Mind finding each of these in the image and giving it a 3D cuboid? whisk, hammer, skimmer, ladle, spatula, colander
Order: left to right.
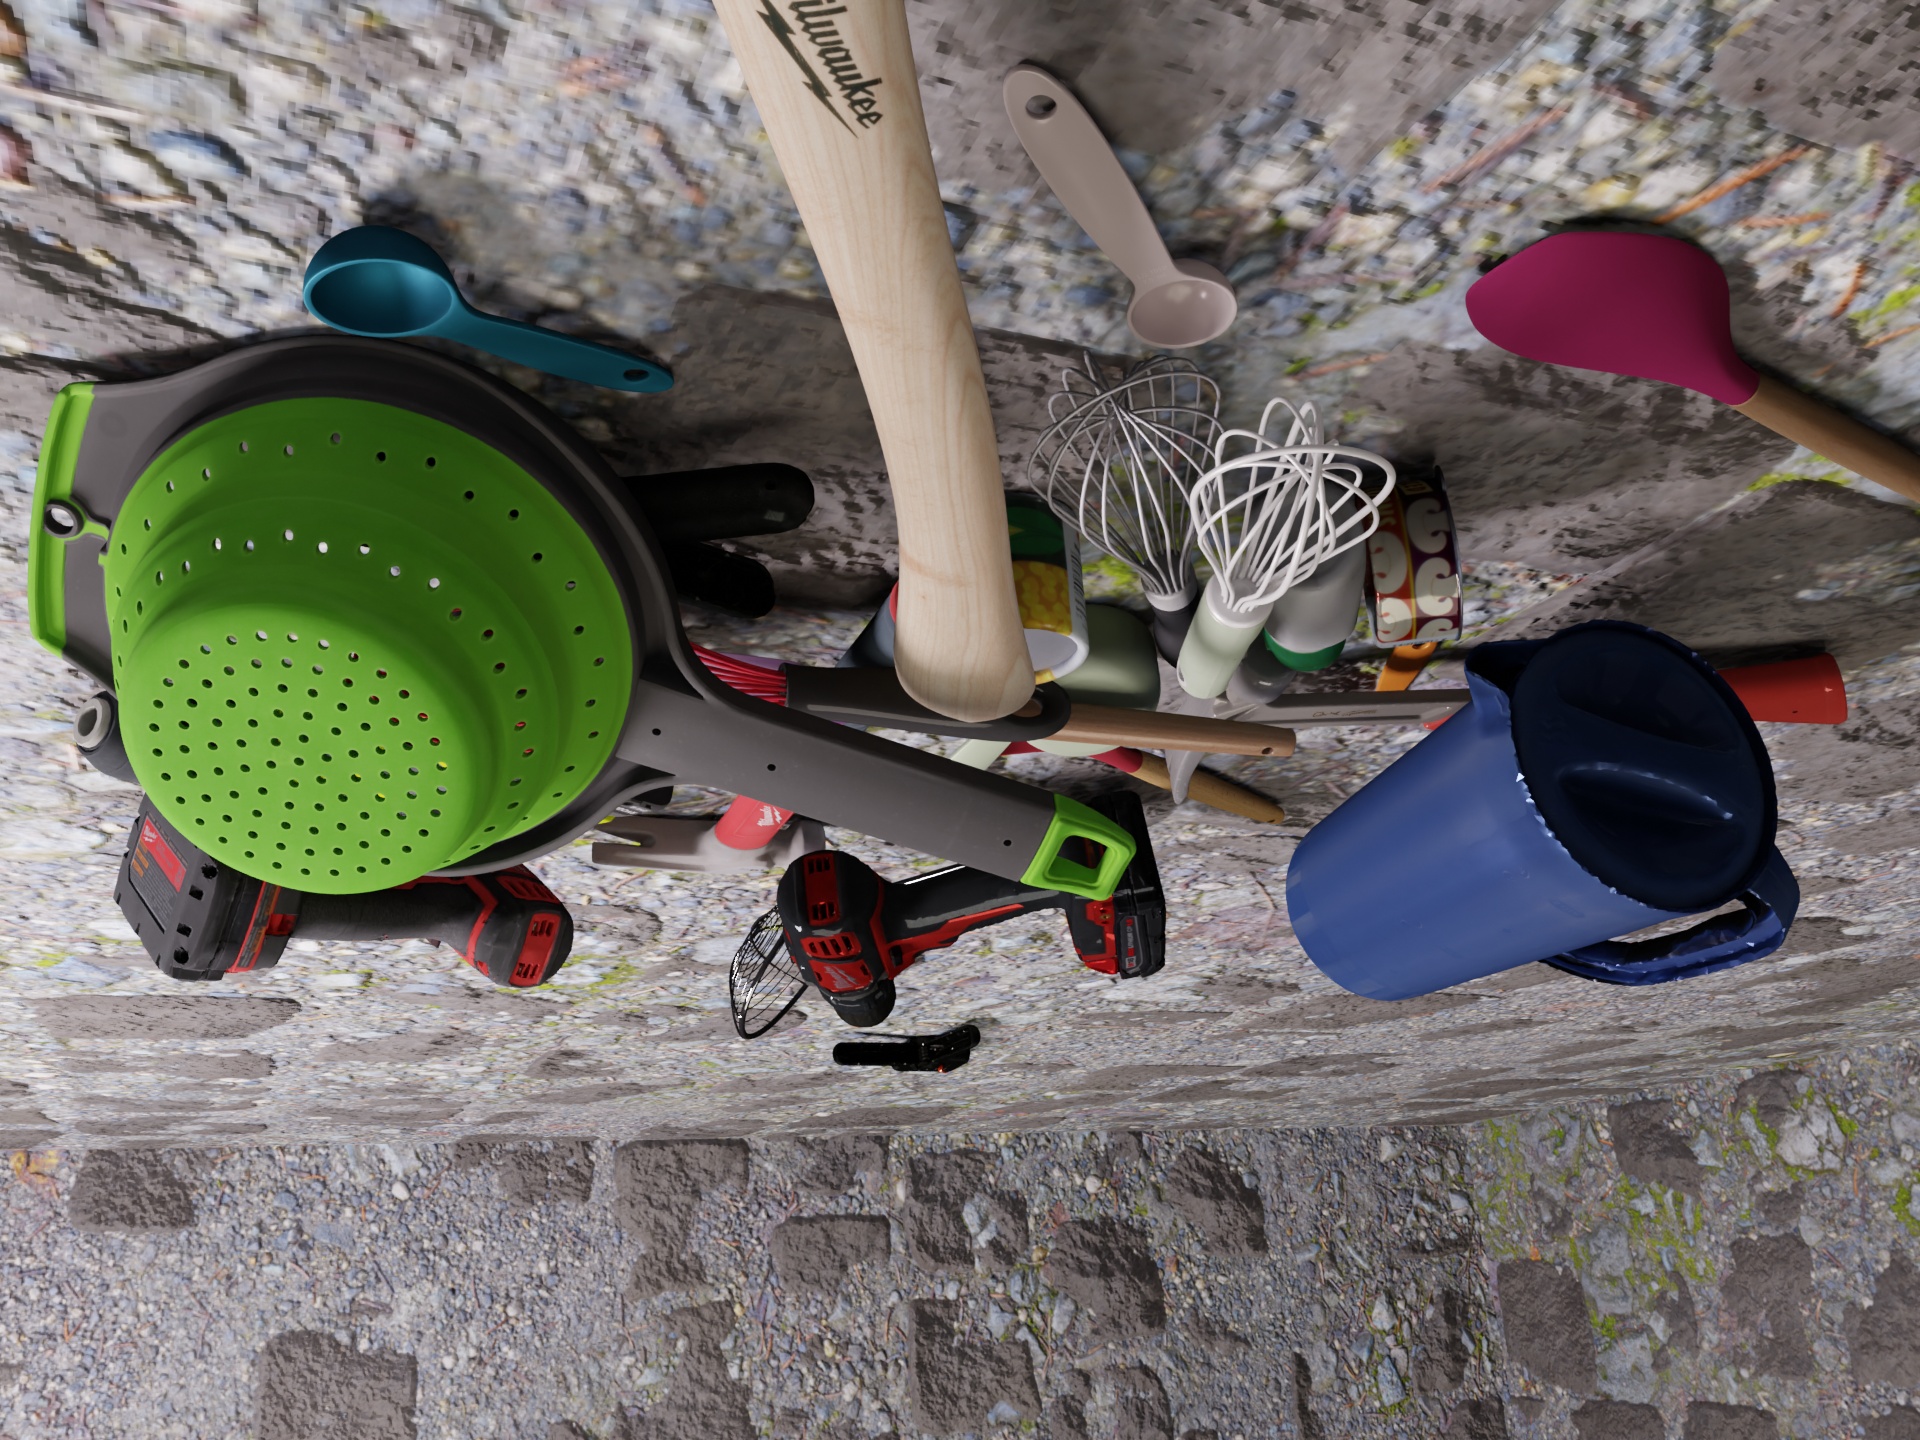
[{"bbox_3d":[-0.123,0.013,0.532,0.397,0.095,0.204,18,120,-11],"label":"colander"},{"bbox_3d":[-0.091,-0.012,0.644,0.295,0.073,0.073,3,158,-20],"label":"whisk"},{"bbox_3d":[-0.095,0.015,0.834,0.143,0.038,0.386,6,158,-20],"label":"hammer"},{"bbox_3d":[-0.021,0.137,1.098,0.363,0.090,0.127,-21,-174,32],"label":"skimmer"},{"bbox_3d":[-0.007,-0.112,0.433,0.146,0.038,0.410,-7,151,5],"label":"hammer"},{"bbox_3d":[-0.001,-0.002,0.711,0.316,0.018,0.059,5,141,-10],"label":"spatula"},{"bbox_3d":[0.078,-0.066,0.632,0.070,0.070,0.284,-8,163,11],"label":"whisk"},{"bbox_3d":[0.115,0.029,0.926,0.069,0.031,0.315,-21,156,32],"label":"ladle"},{"bbox_3d":[0.100,-0.047,0.557,0.059,0.058,0.246,-1,167,1],"label":"whisk"},{"bbox_3d":[0.291,-0.005,0.832,0.359,0.037,0.149,-2,155,-10],"label":"hammer"}]

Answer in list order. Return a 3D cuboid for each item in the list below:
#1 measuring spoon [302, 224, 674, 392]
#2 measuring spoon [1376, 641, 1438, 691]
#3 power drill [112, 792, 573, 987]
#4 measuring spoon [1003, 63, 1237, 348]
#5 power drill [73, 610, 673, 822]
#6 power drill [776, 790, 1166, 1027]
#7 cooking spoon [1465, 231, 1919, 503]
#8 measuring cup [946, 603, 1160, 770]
[{"bbox_3d":[-0.140,-0.126,0.490,0.042,0.021,0.128,-21,163,36],"label":"measuring spoon"},{"bbox_3d":[0.231,-0.021,0.832,0.021,0.011,0.116,-4,159,0],"label":"measuring spoon"},{"bbox_3d":[-0.341,0.093,0.895,0.219,0.078,0.143,14,-170,-45],"label":"power drill"},{"bbox_3d":[0.046,-0.150,0.461,0.034,0.018,0.124,-15,150,27],"label":"measuring spoon"},{"bbox_3d":[-0.265,0.010,0.737,0.228,0.080,0.190,-12,159,28],"label":"power drill"},{"bbox_3d":[0.008,0.130,0.986,0.226,0.080,0.187,-10,147,0],"label":"power drill"},{"bbox_3d":[0.300,-0.116,0.584,0.318,0.017,0.069,11,155,-34],"label":"cooking spoon"},{"bbox_3d":[0.029,0.011,0.770,0.083,0.038,0.167,25,128,-30],"label":"measuring cup"}]
